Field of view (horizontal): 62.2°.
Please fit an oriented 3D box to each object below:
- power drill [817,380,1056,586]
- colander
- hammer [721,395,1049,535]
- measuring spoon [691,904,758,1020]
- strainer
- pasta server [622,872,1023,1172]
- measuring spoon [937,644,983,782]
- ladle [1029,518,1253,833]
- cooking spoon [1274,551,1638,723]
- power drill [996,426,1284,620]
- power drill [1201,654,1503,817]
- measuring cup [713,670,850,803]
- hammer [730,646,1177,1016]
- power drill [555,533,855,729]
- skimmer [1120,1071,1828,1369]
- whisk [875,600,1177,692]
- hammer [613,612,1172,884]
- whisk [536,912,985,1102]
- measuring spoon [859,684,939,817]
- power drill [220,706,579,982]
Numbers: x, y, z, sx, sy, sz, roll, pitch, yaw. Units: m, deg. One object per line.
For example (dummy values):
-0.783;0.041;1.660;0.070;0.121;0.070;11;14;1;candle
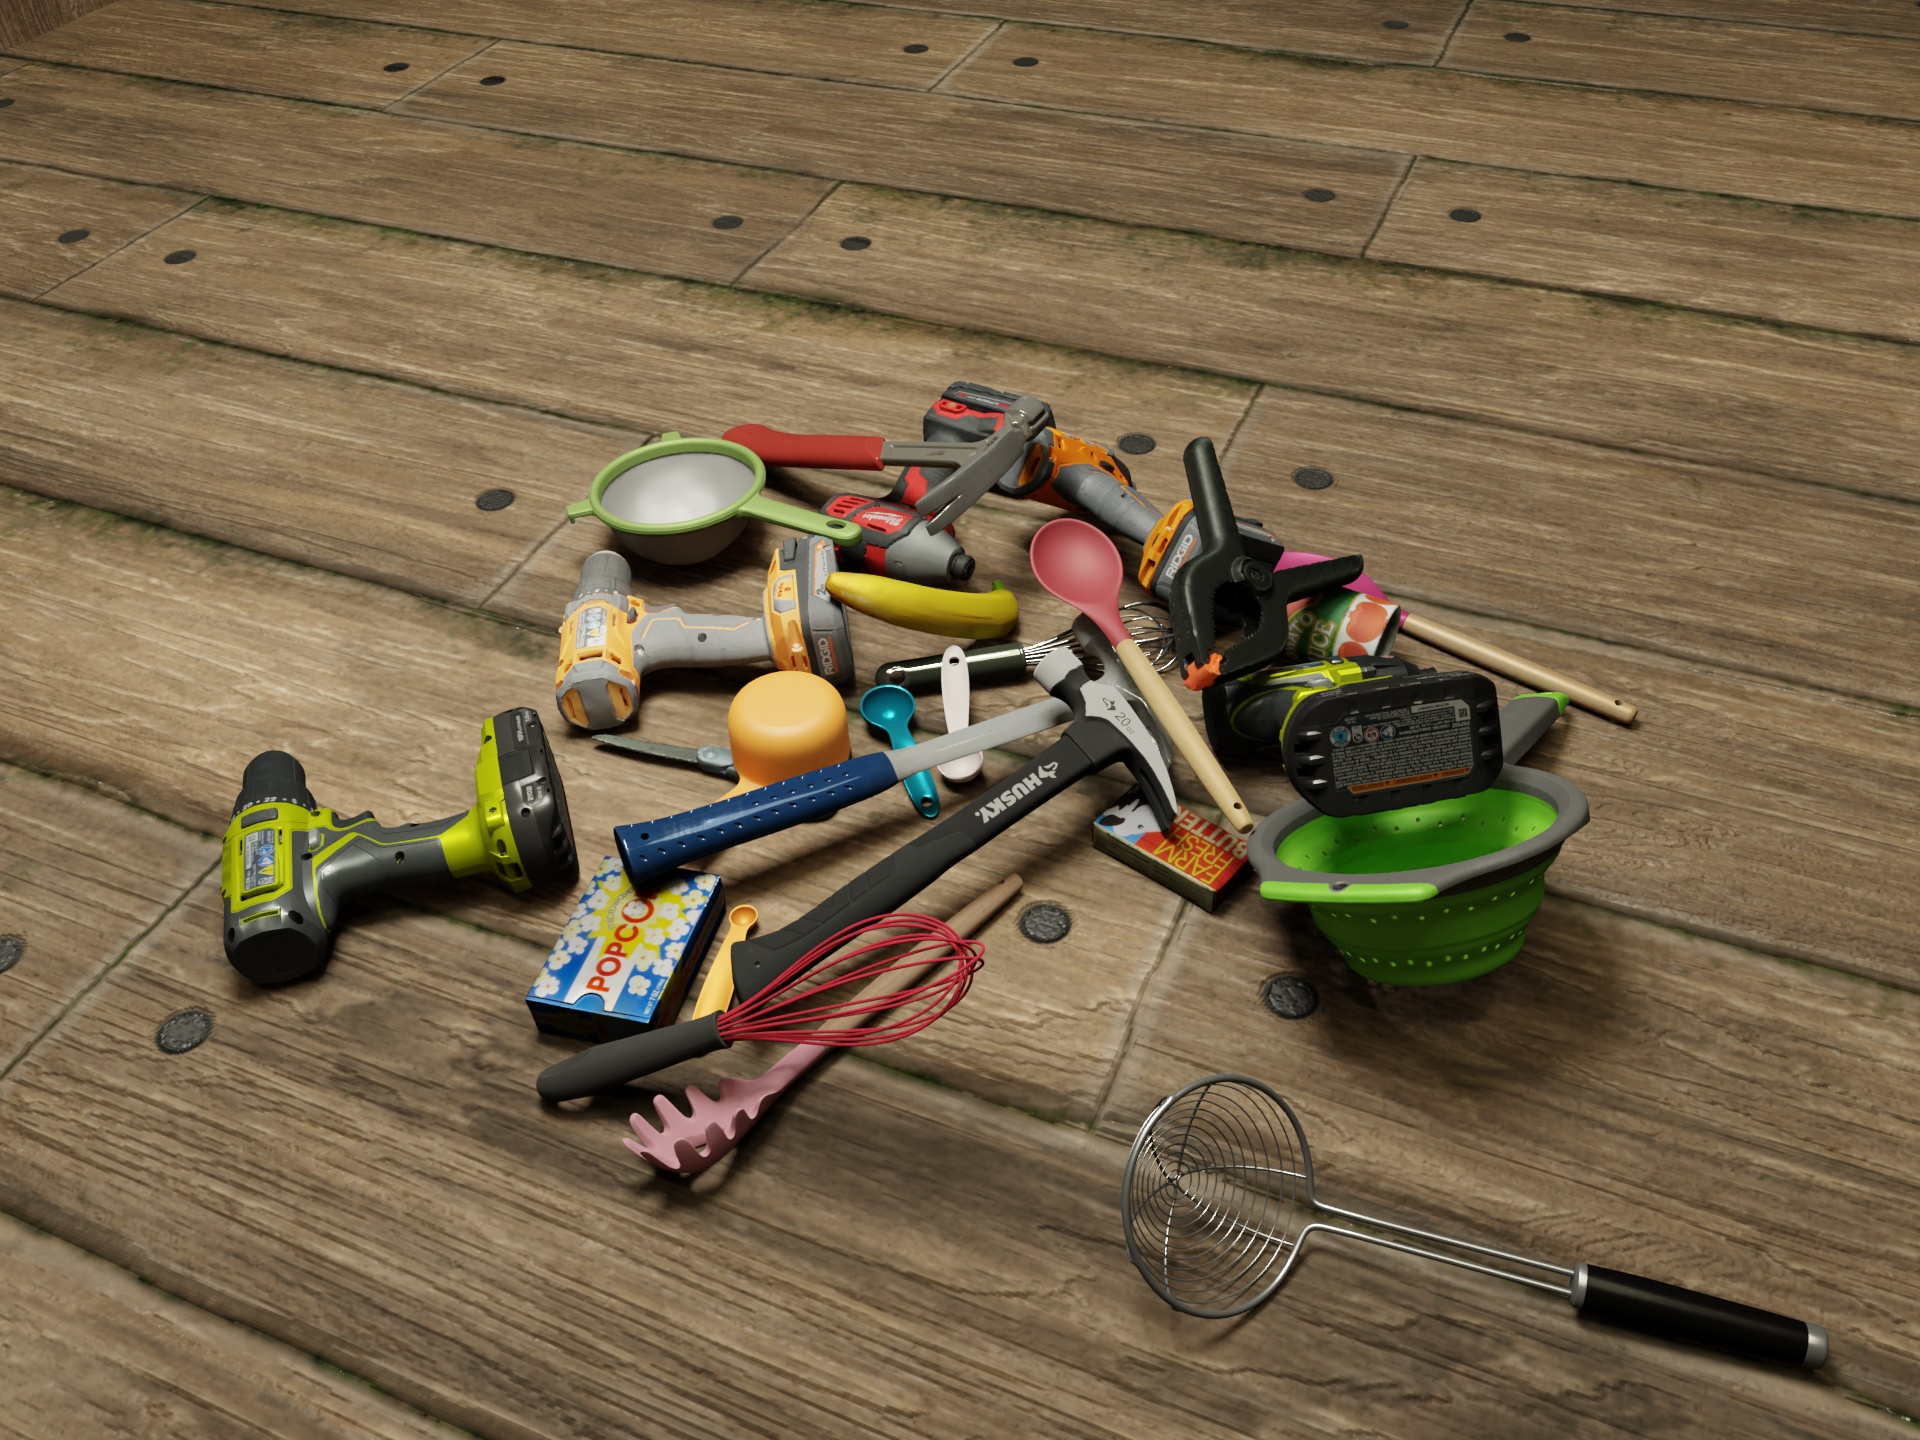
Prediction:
-0.010;-0.196;1.373;0.143;0.078;0.220;21;51;26;power drill
0.335;0.077;1.049;0.204;0.094;0.397;-4;16;38;colander
-0.095;-0.220;1.338;0.359;0.036;0.149;12;49;46;hammer
-0.154;0.169;1.033;0.021;0.011;0.117;5;47;10;measuring spoon
-0.192;-0.165;1.347;0.256;0.069;0.151;18;44;23;strainer
-0.072;0.180;0.993;0.316;0.040;0.060;-36;26;-32;pasta server
-0.002;-0.004;1.188;0.034;0.018;0.124;-5;54;3;measuring spoon
0.128;-0.036;1.116;0.069;0.031;0.316;-15;48;-14;ladle
0.374;-0.067;1.250;0.319;0.017;0.069;28;52;30;cooking spoon
0.150;-0.168;1.305;0.227;0.084;0.164;38;20;35;power drill
0.271;-0.003;1.079;0.171;0.080;0.223;-9;10;-2;power drill
-0.148;0.026;1.125;0.095;0.052;0.174;23;45;25;measuring cup
-0.008;0.087;1.038;0.335;0.035;0.146;-33;70;-22;hammer
-0.205;-0.085;1.262;0.226;0.084;0.186;-10;41;-1;power drill
0.265;0.280;0.827;0.363;0.090;0.127;12;77;12;skimmer
0.055;-0.050;1.236;0.246;0.058;0.059;-9;8;-2;whisk
-0.037;0.034;1.105;0.405;0.035;0.144;-18;63;-21;hammer
-0.122;0.176;0.934;0.296;0.073;0.073;-19;41;14;whisk
-0.041;0.027;1.178;0.042;0.021;0.129;-14;53;-13;measuring spoon
-0.394;0.070;1.104;0.228;0.080;0.191;-16;44;-10;power drill
